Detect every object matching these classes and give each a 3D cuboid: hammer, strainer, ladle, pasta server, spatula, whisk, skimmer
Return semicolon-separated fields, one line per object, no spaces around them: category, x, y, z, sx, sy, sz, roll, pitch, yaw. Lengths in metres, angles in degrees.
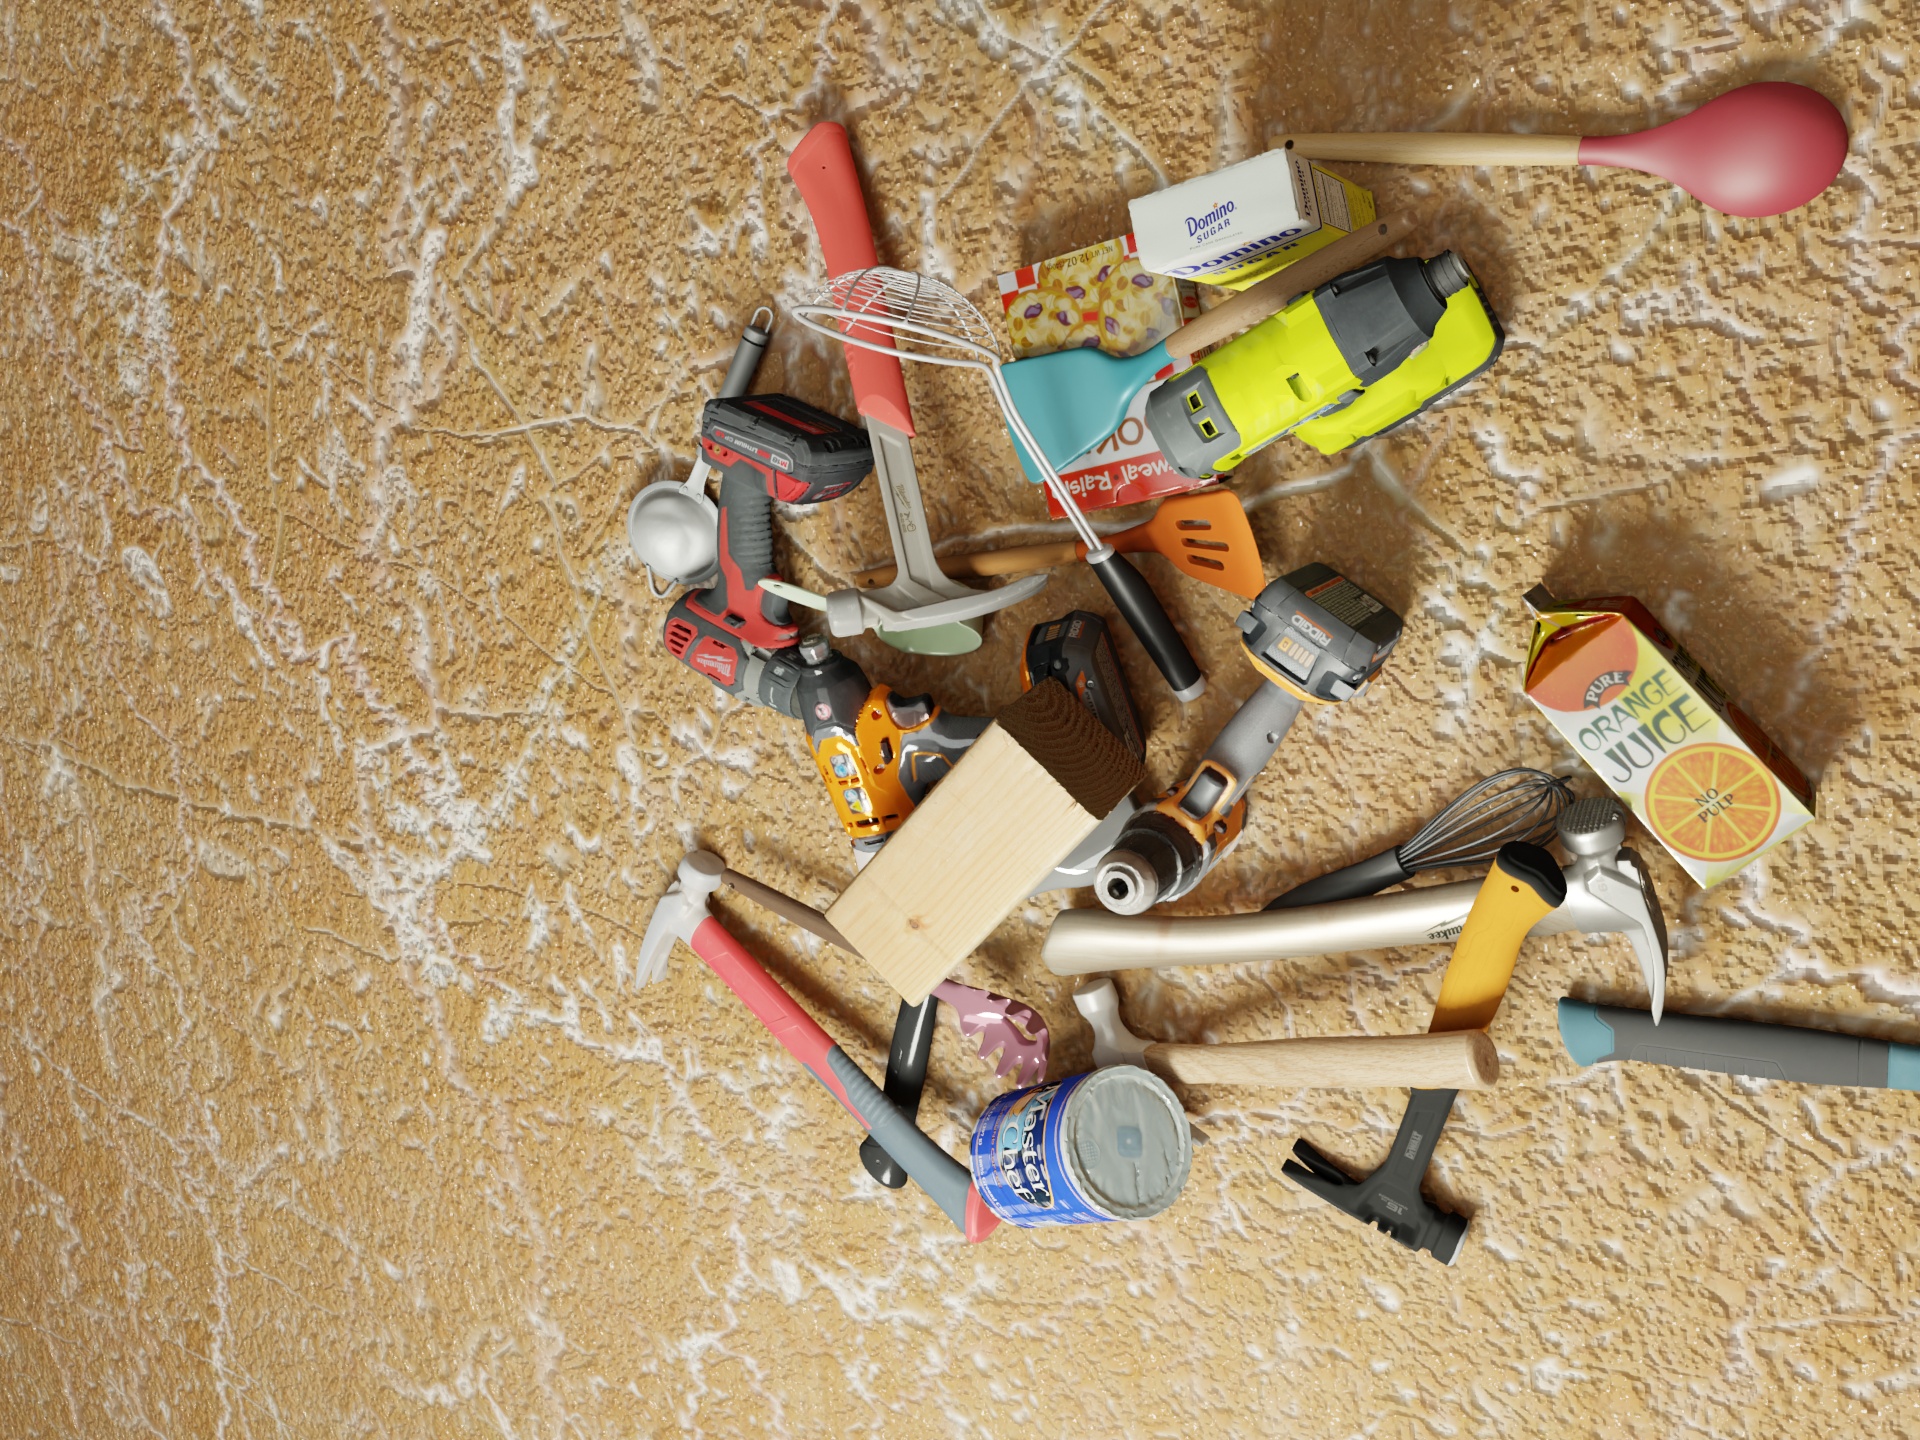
hammer;0.237;0.143;1.034;0.411;0.038;0.146;-11;116;35
hammer;-0.118;0.275;1.264;0.387;0.038;0.143;41;120;26
strainer;-0.199;-0.200;1.224;0.087;0.050;0.258;28;112;3
ladle;0.327;-0.326;0.905;0.315;0.031;0.069;12;108;28
hammer;-0.026;0.218;1.233;0.146;0.035;0.334;20;112;24
pasta server;-0.062;0.183;1.203;0.316;0.040;0.060;23;124;25
spatula;0.058;-0.110;1.100;0.323;0.041;0.081;-4;122;32
hammer;-0.049;-0.240;1.089;0.149;0.036;0.359;-12;81;-2
whisk;0.285;0.090;1.023;0.239;0.055;0.055;-32;86;36
spatula;0.137;-0.228;0.943;0.317;0.044;0.082;-18;89;54
hammer;0.521;0.199;0.921;0.331;0.033;0.128;2;104;29
skimmer;0.035;-0.137;1.010;0.363;0.090;0.127;54;168;-21
hammer;0.297;0.205;0.993;0.127;0.034;0.336;25;131;23
hammer;0.207;0.227;1.045;0.331;0.031;0.130;-17;96;52

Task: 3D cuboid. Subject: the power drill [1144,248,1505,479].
power drill;0.217;-0.202;0.880;0.171;0.223;0.080;-28;88;32

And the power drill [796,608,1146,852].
power drill;-0.002;-0.004;1.098;0.226;0.084;0.164;-13;114;20

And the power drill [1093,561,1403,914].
power drill;0.169;0.020;0.989;0.084;0.185;0.226;38;115;14

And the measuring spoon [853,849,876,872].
measuring spoon;-0.083;0.082;1.241;0.034;0.018;0.124;-10;98;31

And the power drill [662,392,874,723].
power drill;-0.128;-0.110;1.179;0.188;0.080;0.226;28;118;28

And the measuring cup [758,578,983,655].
measuring cup;-0.061;-0.088;1.117;0.083;0.167;0.038;-28;50;60
